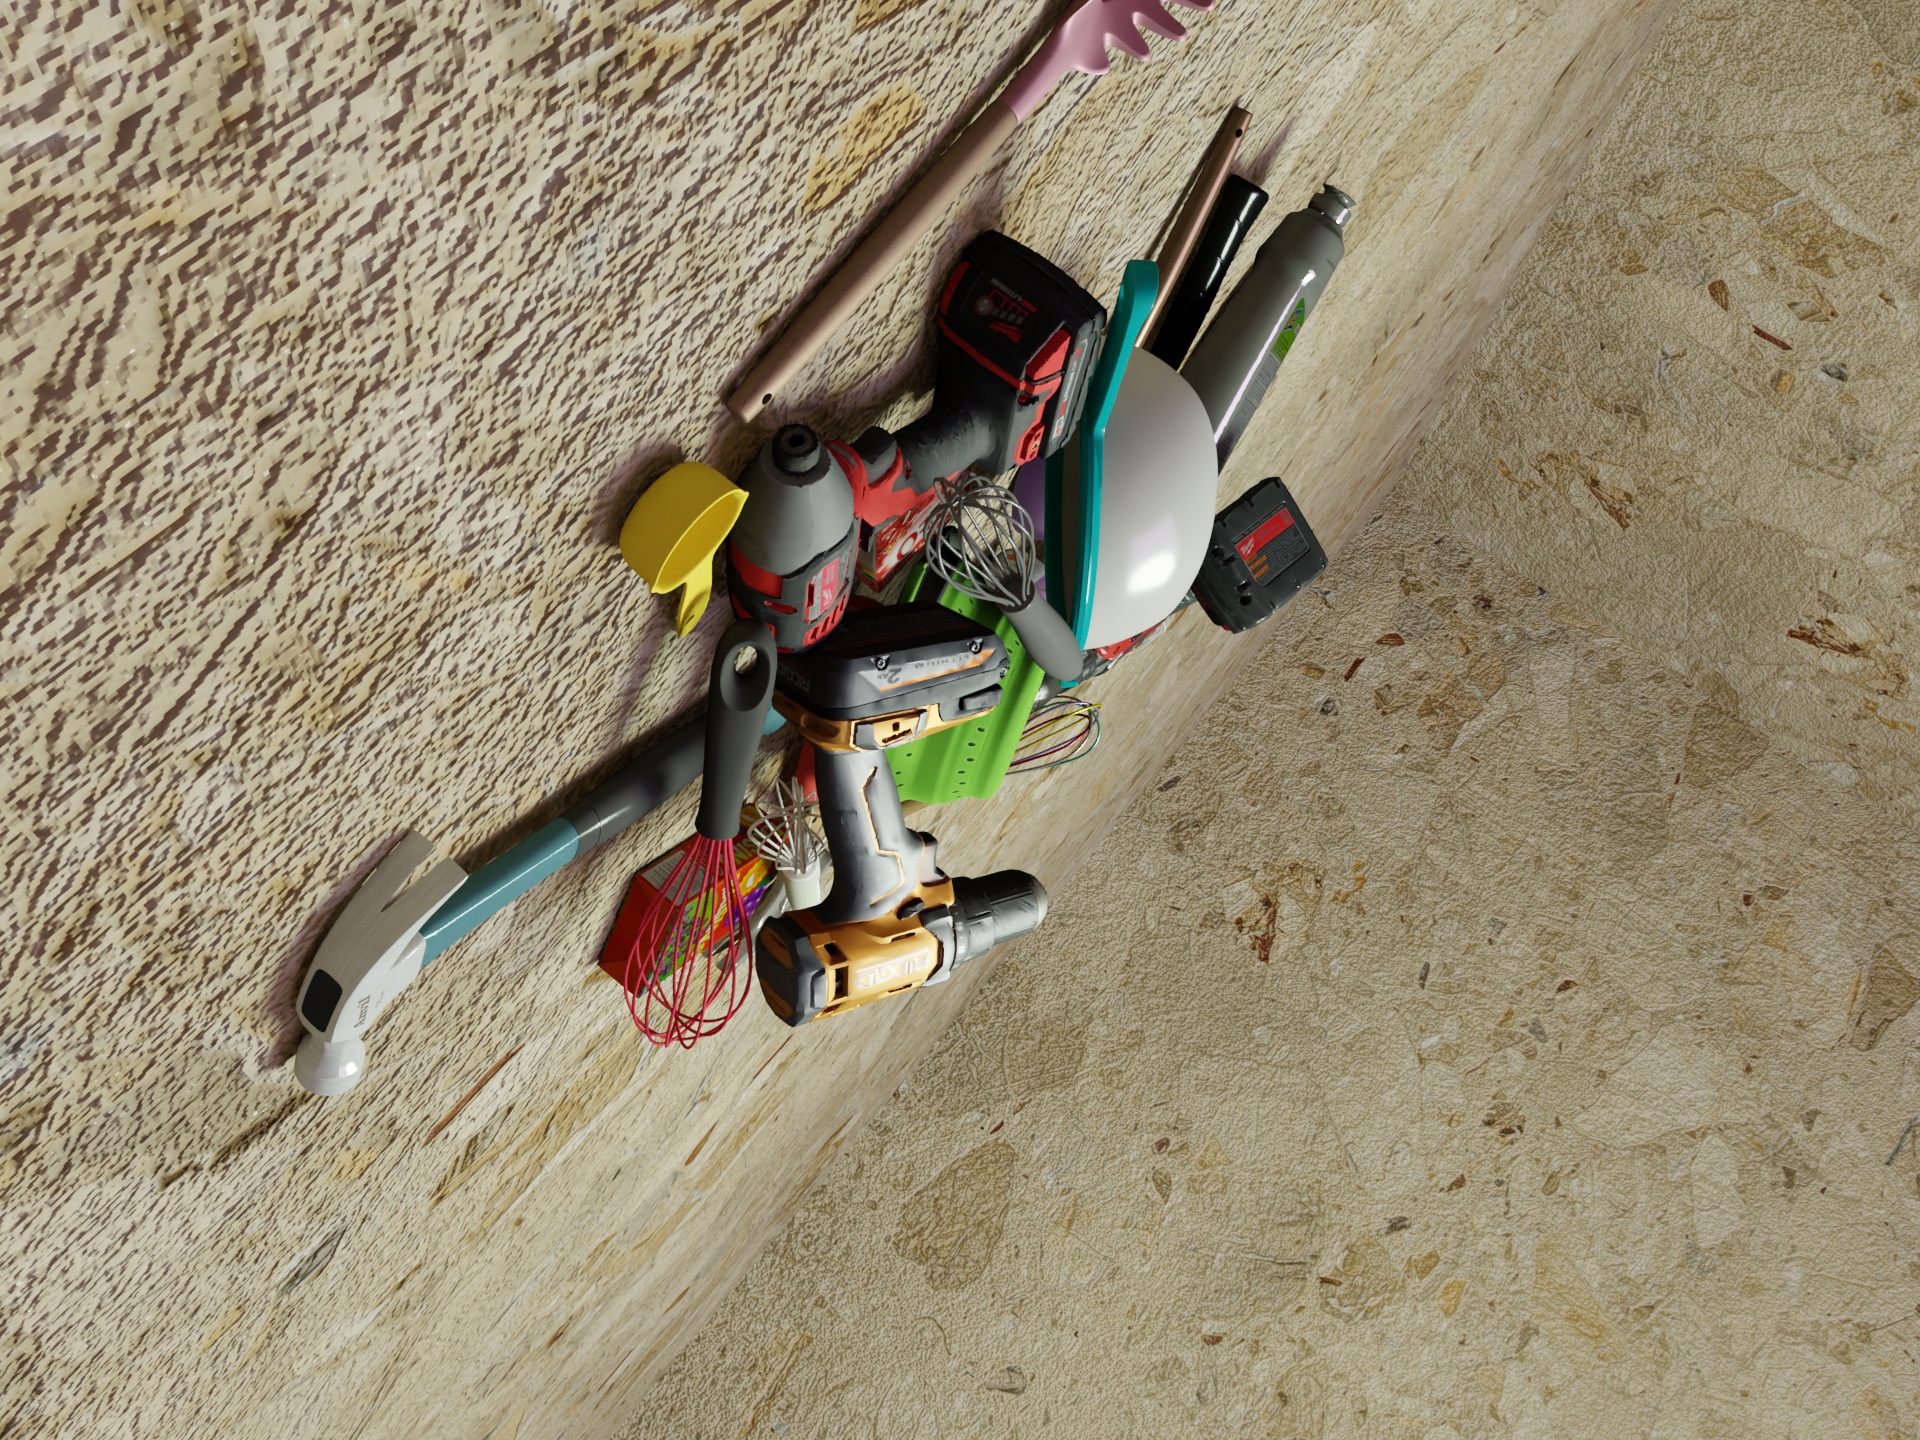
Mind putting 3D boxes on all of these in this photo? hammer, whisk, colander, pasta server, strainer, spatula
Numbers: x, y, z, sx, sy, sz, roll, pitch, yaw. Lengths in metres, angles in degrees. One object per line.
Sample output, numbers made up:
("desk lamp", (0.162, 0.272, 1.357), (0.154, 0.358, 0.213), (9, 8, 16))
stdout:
("hammer", (0.129, -0.228, 1.217), (0.149, 0.036, 0.408), (-38, 160, -47))
("whisk", (0.032, -0.065, 0.833), (0.055, 0.055, 0.238), (-53, 155, -4))
("whisk", (-0.132, 0.071, 0.842), (0.073, 0.073, 0.295), (-38, 151, -50))
("colander", (-0.002, -0.004, 1.105), (0.397, 0.094, 0.204), (87, 25, -82))
("whisk", (-0.102, 0.089, 1.021), (0.059, 0.058, 0.246), (-15, 163, -9))
("hammer", (-0.192, 0.054, 0.806), (0.331, 0.033, 0.128), (-40, 163, -48))
("hammer", (-0.105, 0.043, 1.089), (0.149, 0.037, 0.358), (-45, 166, -35))
("pasta server", (0.008, -0.248, 0.705), (0.316, 0.040, 0.060), (-50, 155, -9))
("strainer", (0.111, -0.159, 0.919), (0.340, 0.095, 0.211), (102, -12, -71))
("whisk", (0.005, 0.043, 1.260), (0.245, 0.051, 0.047), (-27, -162, 17))
("spatula", (0.115, -0.260, 1.073), (0.315, 0.059, 0.018), (-63, -153, 24))

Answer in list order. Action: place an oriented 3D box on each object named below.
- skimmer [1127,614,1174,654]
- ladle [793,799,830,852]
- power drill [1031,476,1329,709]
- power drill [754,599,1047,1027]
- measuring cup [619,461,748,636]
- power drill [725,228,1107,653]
("skimmer", (0.159, -0.171, 1.463), (0.127, 0.090, 0.363), (-56, 161, -19))
("ladle", (-0.074, 0.104, 1.168), (0.078, 0.062, 0.320), (-52, 166, -8))
("power drill", (0.140, -0.083, 1.188), (0.188, 0.080, 0.226), (-36, -173, -39))
("power drill", (-0.024, 0.051, 0.900), (0.185, 0.084, 0.226), (-11, 116, -33))
("measuring cup", (-0.130, -0.072, 0.727), (0.062, 0.029, 0.156), (-49, 179, -18))
("power drill", (-0.028, -0.139, 0.788), (0.220, 0.078, 0.143), (-44, 165, -25))
